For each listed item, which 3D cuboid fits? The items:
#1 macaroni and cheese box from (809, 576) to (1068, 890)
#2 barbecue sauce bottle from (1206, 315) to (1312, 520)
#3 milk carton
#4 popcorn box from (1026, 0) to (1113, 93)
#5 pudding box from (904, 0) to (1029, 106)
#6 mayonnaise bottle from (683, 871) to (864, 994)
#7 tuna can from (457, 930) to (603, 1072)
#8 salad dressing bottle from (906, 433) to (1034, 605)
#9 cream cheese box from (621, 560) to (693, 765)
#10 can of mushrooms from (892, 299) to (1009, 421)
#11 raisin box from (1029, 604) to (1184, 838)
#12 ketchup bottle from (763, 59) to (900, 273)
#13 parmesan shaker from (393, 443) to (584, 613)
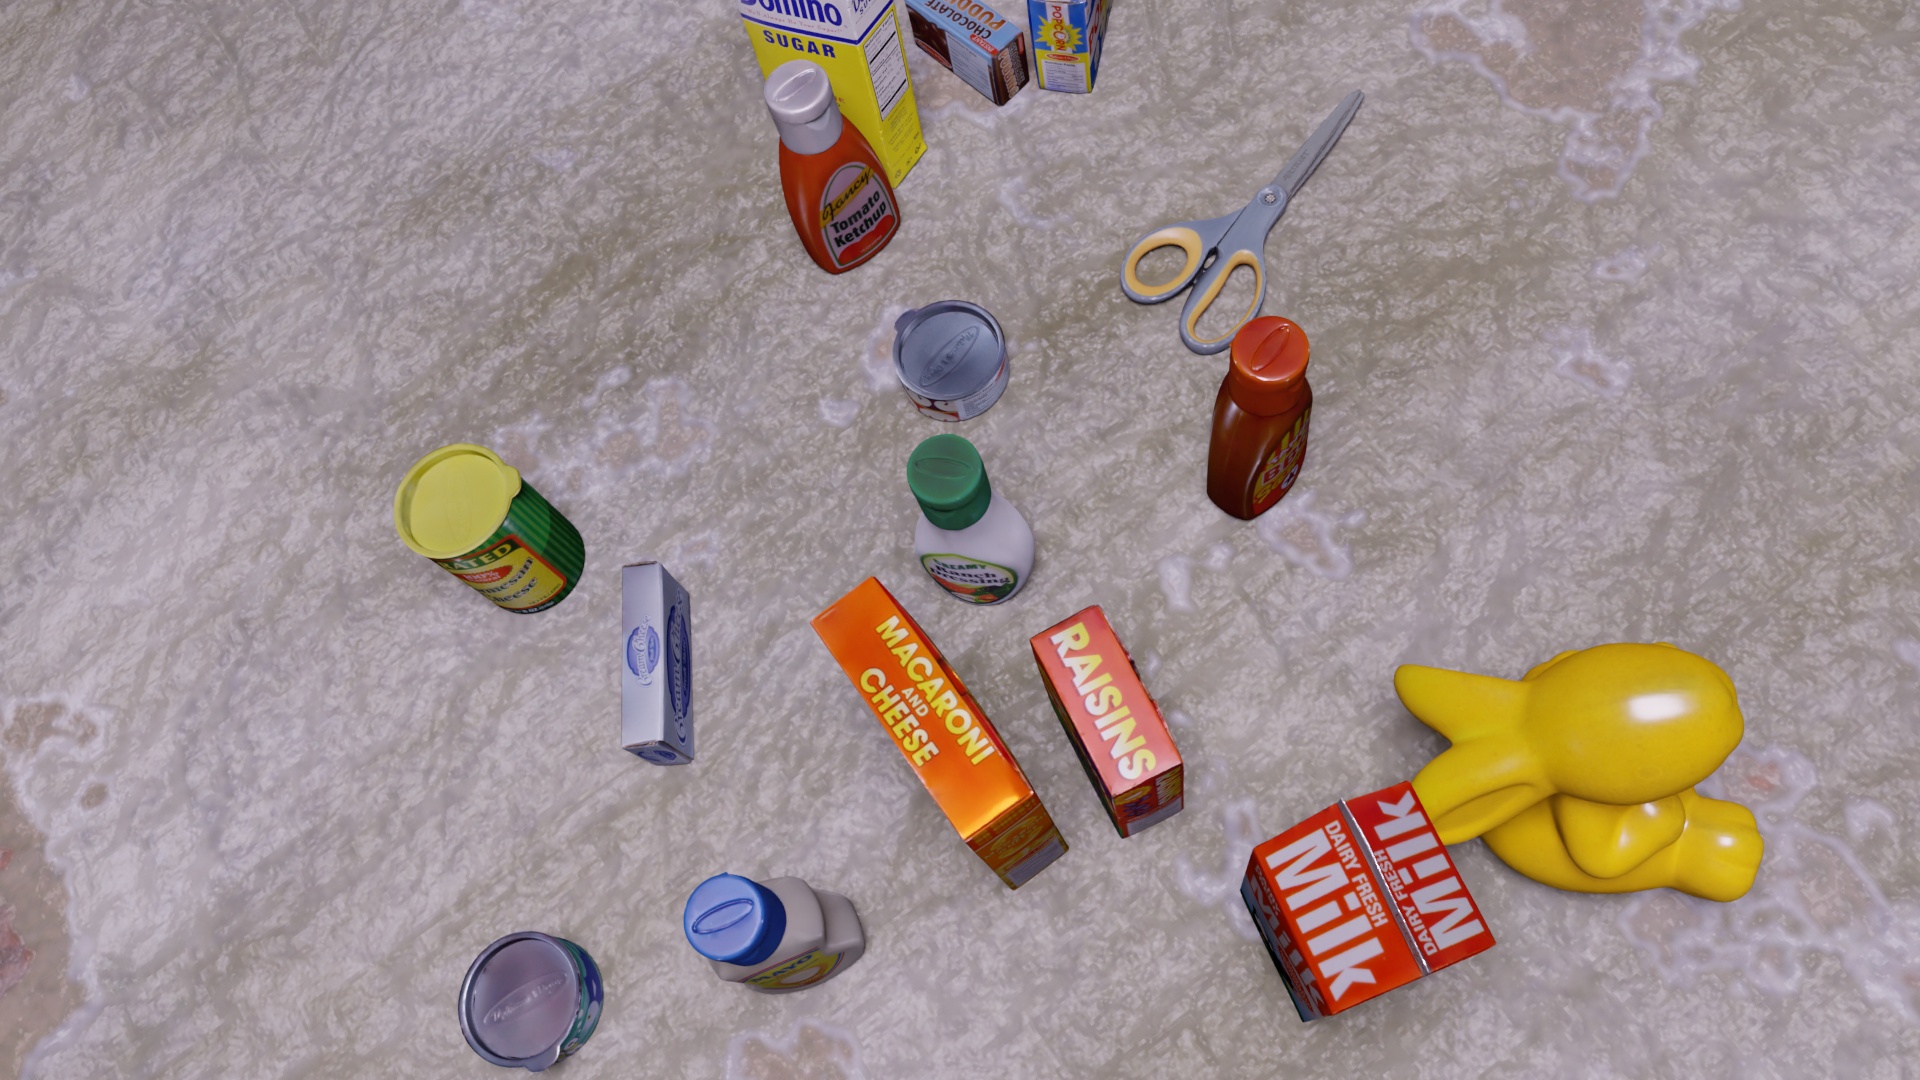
[{"bbox_3d":[-0.005,0.097,0.667,0.040,0.166,0.124,-36,68,-5],"label":"macaroni and cheese box"},{"bbox_3d":[0.155,-0.064,0.715,0.044,0.148,0.065,36,79,20],"label":"barbecue sauce bottle"},{"bbox_3d":[0.172,0.159,0.601,0.073,0.190,0.072,-24,67,0],"label":"milk carton"},{"bbox_3d":[0.075,-0.361,0.879,0.038,0.085,0.127,8,71,12],"label":"popcorn box"},{"bbox_3d":[0.004,-0.324,0.895,0.030,0.049,0.084,-45,69,-9],"label":"pudding box"},{"bbox_3d":[-0.090,0.186,0.656,0.065,0.147,0.041,-24,67,0],"label":"mayonnaise bottle"},{"bbox_3d":[-0.220,0.240,0.718,0.071,0.032,0.071,-3,68,8],"label":"tuna can"},{"bbox_3d":[0.003,-0.009,0.718,0.064,0.147,0.044,9,71,12],"label":"salad dressing bottle"},{"bbox_3d":[-0.167,0.069,0.766,0.024,0.053,0.104,-8,68,6],"label":"cream cheese box"},{"bbox_3d":[-0.007,-0.107,0.820,0.071,0.033,0.071,-3,68,8],"label":"can of mushrooms"},{"bbox_3d":[0.074,0.092,0.680,0.040,0.123,0.086,-26,67,-1],"label":"raisin box"},{"bbox_3d":[-0.078,-0.218,0.813,0.065,0.148,0.043,-40,68,-7],"label":"ketchup bottle"},{"bbox_3d":[-0.259,-0.004,0.782,0.071,0.102,0.071,-3,69,8],"label":"parmesan shaker"}]
